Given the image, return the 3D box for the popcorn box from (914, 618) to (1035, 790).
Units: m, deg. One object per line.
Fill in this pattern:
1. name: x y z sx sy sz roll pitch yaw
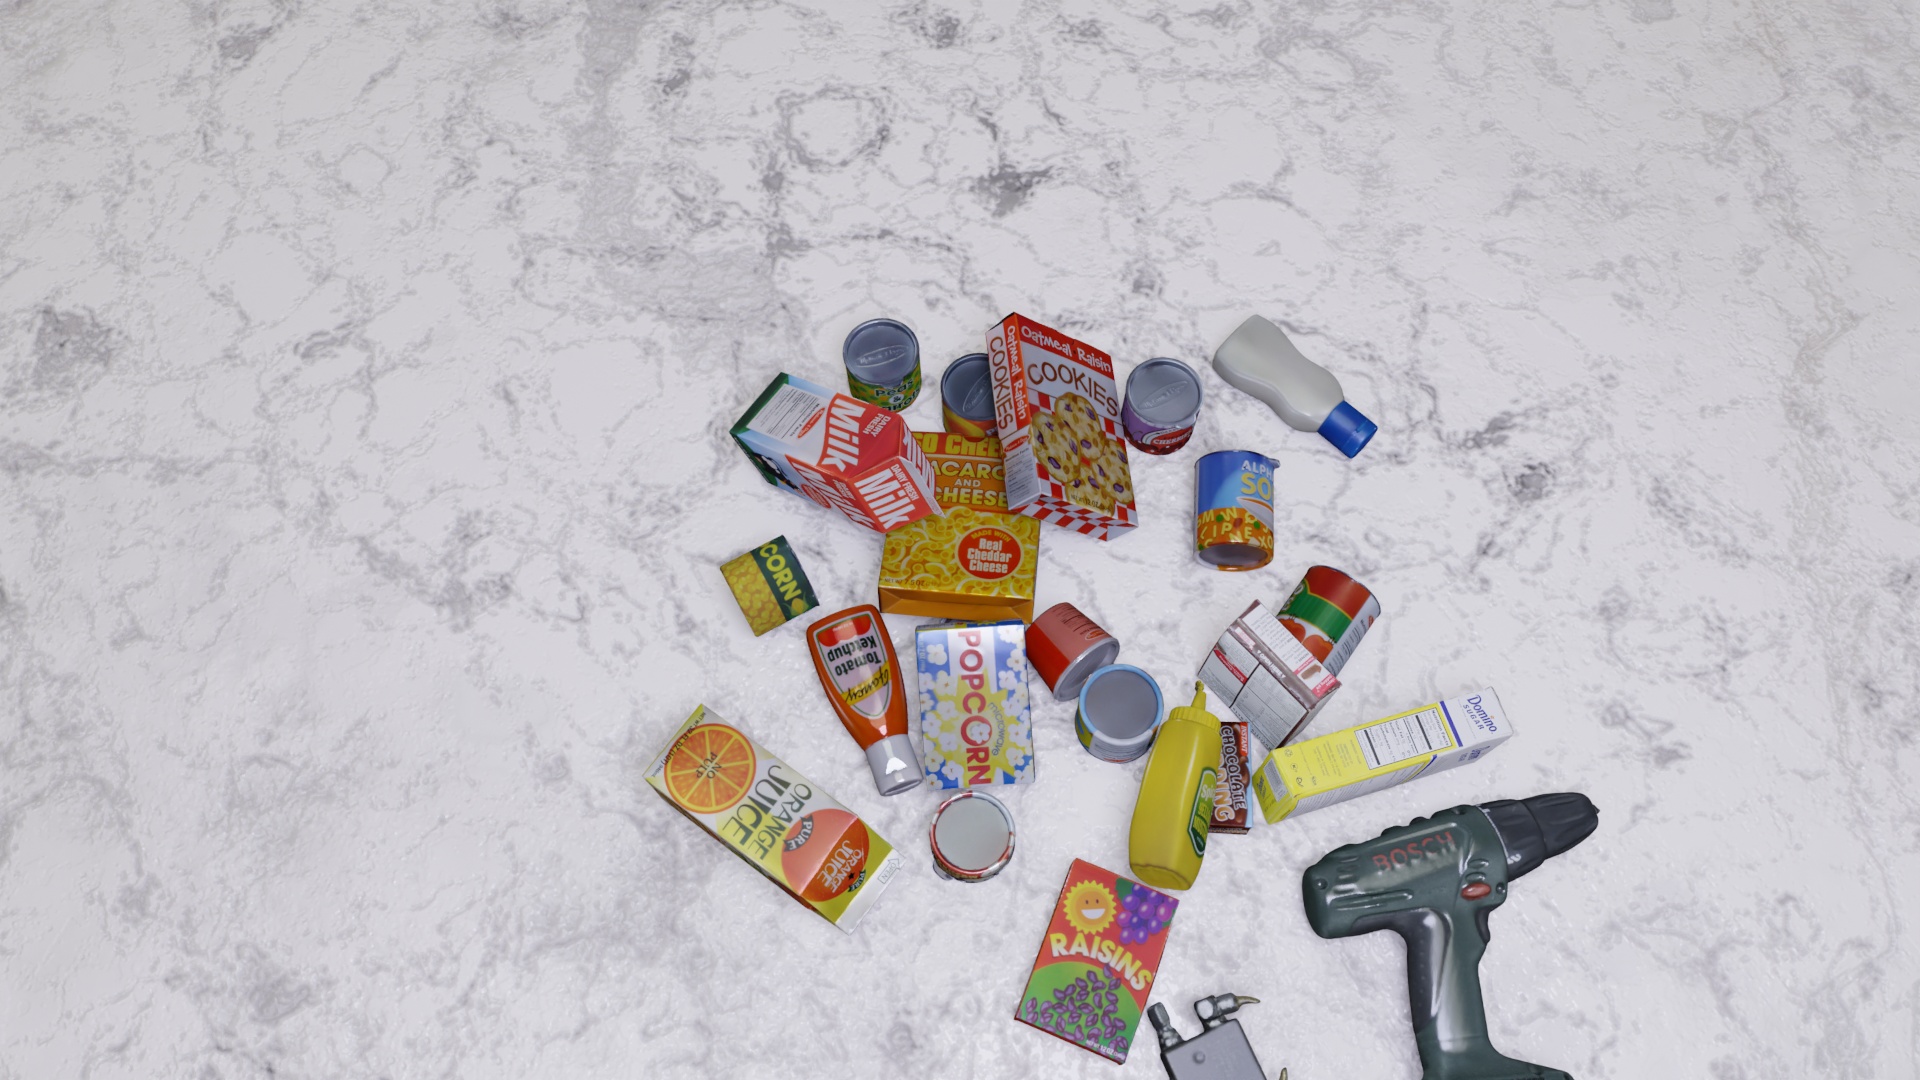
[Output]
1. popcorn box: 0.011 0.126 1.074 0.085 0.038 0.126 -4 93 -1

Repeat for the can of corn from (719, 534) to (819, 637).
1. can of corn: -0.155 0.036 1.124 0.058 0.071 0.071 -28 69 -10

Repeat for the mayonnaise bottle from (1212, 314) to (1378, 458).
1. mayonnaise bottle: 0.293 -0.130 1.207 0.148 0.041 0.065 42 75 16

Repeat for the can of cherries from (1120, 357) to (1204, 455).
1. can of cherries: 0.173 -0.112 1.191 0.071 0.058 0.072 0 66 0

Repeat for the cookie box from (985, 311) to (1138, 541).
1. cookie box: 0.085 -0.094 1.155 0.123 0.040 0.168 16 58 -42

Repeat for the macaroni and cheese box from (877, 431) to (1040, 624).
1. macaroni and cheese box: 0.004 -0.014 1.140 0.124 0.040 0.167 4 53 3

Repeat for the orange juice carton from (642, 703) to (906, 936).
1. orange juice carton: -0.138 0.212 1.046 0.193 0.072 0.072 33 71 14

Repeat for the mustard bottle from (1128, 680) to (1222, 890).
1. mustard bottle: 0.165 0.175 1.033 0.049 0.065 0.161 3 61 28

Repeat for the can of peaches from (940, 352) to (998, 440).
1. can of peaches: 0.018 -0.117 1.195 0.071 0.058 0.071 0 66 0

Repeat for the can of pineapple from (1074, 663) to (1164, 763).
1. can of pineapple: 0.123 0.133 1.085 0.071 0.057 0.071 0 67 1

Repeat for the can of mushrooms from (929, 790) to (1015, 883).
1. can of mushrooms: 0.008 0.227 1.059 0.071 0.033 0.071 0 67 0

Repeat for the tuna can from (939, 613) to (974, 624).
1. tuna can: 0.012 0.082 1.122 0.071 0.032 0.071 0 67 1

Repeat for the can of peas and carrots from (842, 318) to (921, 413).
1. can of peas and carrots: -0.066 -0.149 1.210 0.071 0.058 0.071 0 67 1

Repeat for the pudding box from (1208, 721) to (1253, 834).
1. pudding box: 0.200 0.184 1.077 0.050 0.030 0.084 4 67 2

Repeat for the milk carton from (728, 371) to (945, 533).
1. milk carton: -0.092 -0.068 1.128 0.191 0.072 0.074 23 66 39

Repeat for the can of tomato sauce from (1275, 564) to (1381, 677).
1. can of tomato sauce: 0.282 0.071 1.106 0.071 0.071 0.083 35 72 14

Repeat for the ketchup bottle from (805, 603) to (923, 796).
1. ketchup bottle: -0.071 0.127 1.099 0.065 0.043 0.149 -20 68 -7

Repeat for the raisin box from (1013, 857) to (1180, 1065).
1. raisin box: 0.101 0.308 1.020 0.086 0.040 0.124 20 69 9

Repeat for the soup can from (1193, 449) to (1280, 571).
1. soup can: 0.228 -0.024 1.146 0.071 0.071 0.084 4 67 3

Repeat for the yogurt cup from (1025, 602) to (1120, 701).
1. yogurt cup: 0.085 0.086 1.104 0.072 0.072 0.054 -37 63 -14
